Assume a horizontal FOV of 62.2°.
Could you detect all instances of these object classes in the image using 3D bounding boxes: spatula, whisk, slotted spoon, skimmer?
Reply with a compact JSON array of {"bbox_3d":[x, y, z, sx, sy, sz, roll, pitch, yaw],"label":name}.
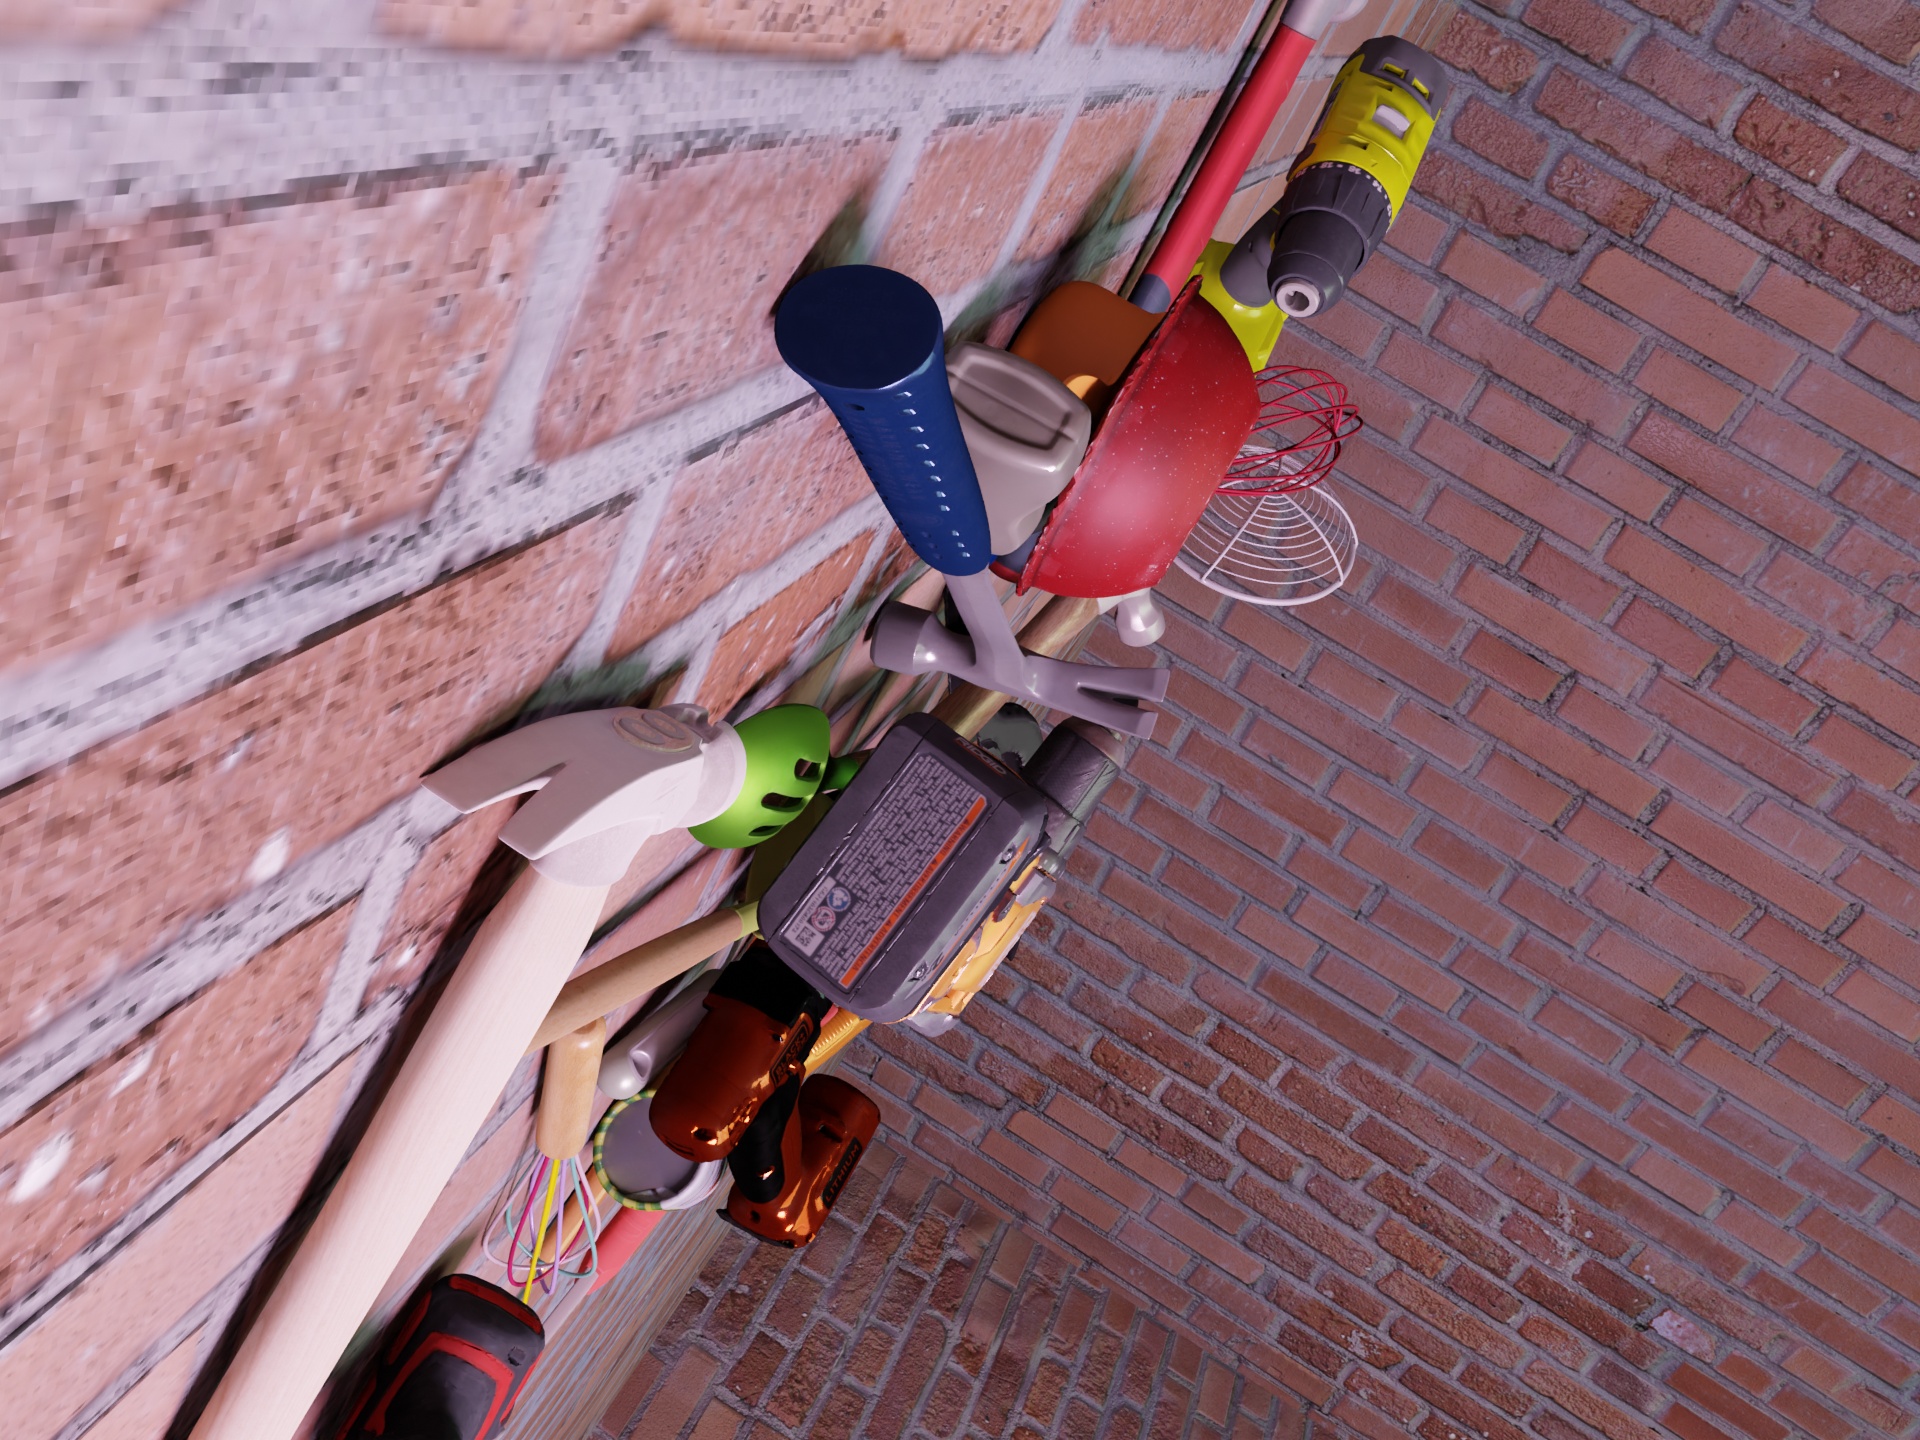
[{"bbox_3d":[-0.151,0.200,0.979,0.323,0.041,0.081,-55,175,-25],"label":"spatula"},{"bbox_3d":[0.107,-0.135,0.843,0.296,0.073,0.073,-21,153,-32],"label":"whisk"},{"bbox_3d":[-0.043,0.021,0.744,0.070,0.031,0.313,-56,167,11],"label":"slotted spoon"},{"bbox_3d":[-0.178,0.198,0.704,0.047,0.051,0.244,-46,165,-42],"label":"whisk"},{"bbox_3d":[-0.126,0.143,0.863,0.059,0.058,0.246,-21,-174,23],"label":"whisk"},{"bbox_3d":[0.150,-0.144,1.078,0.363,0.127,0.090,-136,-134,-74],"label":"skimmer"}]

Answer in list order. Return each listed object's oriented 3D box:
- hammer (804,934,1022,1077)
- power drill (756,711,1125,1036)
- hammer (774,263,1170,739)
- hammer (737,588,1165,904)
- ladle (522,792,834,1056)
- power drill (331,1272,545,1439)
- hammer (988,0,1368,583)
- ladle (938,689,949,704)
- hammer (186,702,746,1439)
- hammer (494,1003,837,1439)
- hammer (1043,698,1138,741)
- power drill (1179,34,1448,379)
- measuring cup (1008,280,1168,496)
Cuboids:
[{"bbox_3d":[-0.084,0.213,1.096,0.337,0.034,0.127,-33,155,-25],"label":"hammer"},{"bbox_3d":[0.007,0.061,0.747,0.185,0.084,0.226,-53,165,-3],"label":"power drill"},{"bbox_3d":[0.005,-0.058,0.588,0.405,0.144,0.035,57,50,-77],"label":"hammer"},{"bbox_3d":[-0.001,-0.003,0.915,0.331,0.031,0.129,-44,140,-21],"label":"hammer"},{"bbox_3d":[-0.119,0.086,0.669,0.078,0.062,0.320,-62,167,14],"label":"ladle"},{"bbox_3d":[-0.230,0.326,0.596,0.188,0.080,0.227,-59,-170,-9],"label":"power drill"},{"bbox_3d":[0.104,-0.234,0.874,0.386,0.038,0.143,-61,173,29],"label":"hammer"},{"bbox_3d":[-0.075,0.114,1.254,0.069,0.031,0.315,37,-78,52],"label":"ladle"},{"bbox_3d":[-0.192,0.176,0.457,0.410,0.038,0.146,-59,174,9],"label":"hammer"},{"bbox_3d":[-0.199,0.307,0.966,0.359,0.037,0.149,-52,176,-6],"label":"hammer"},{"bbox_3d":[-0.028,0.115,1.147,0.409,0.036,0.149,-43,-179,9],"label":"hammer"},{"bbox_3d":[0.184,-0.265,0.935,0.191,0.080,0.228,-64,-171,-27],"label":"power drill"},{"bbox_3d":[0.039,-0.148,0.683,0.095,0.052,0.173,-60,173,15],"label":"measuring cup"}]
